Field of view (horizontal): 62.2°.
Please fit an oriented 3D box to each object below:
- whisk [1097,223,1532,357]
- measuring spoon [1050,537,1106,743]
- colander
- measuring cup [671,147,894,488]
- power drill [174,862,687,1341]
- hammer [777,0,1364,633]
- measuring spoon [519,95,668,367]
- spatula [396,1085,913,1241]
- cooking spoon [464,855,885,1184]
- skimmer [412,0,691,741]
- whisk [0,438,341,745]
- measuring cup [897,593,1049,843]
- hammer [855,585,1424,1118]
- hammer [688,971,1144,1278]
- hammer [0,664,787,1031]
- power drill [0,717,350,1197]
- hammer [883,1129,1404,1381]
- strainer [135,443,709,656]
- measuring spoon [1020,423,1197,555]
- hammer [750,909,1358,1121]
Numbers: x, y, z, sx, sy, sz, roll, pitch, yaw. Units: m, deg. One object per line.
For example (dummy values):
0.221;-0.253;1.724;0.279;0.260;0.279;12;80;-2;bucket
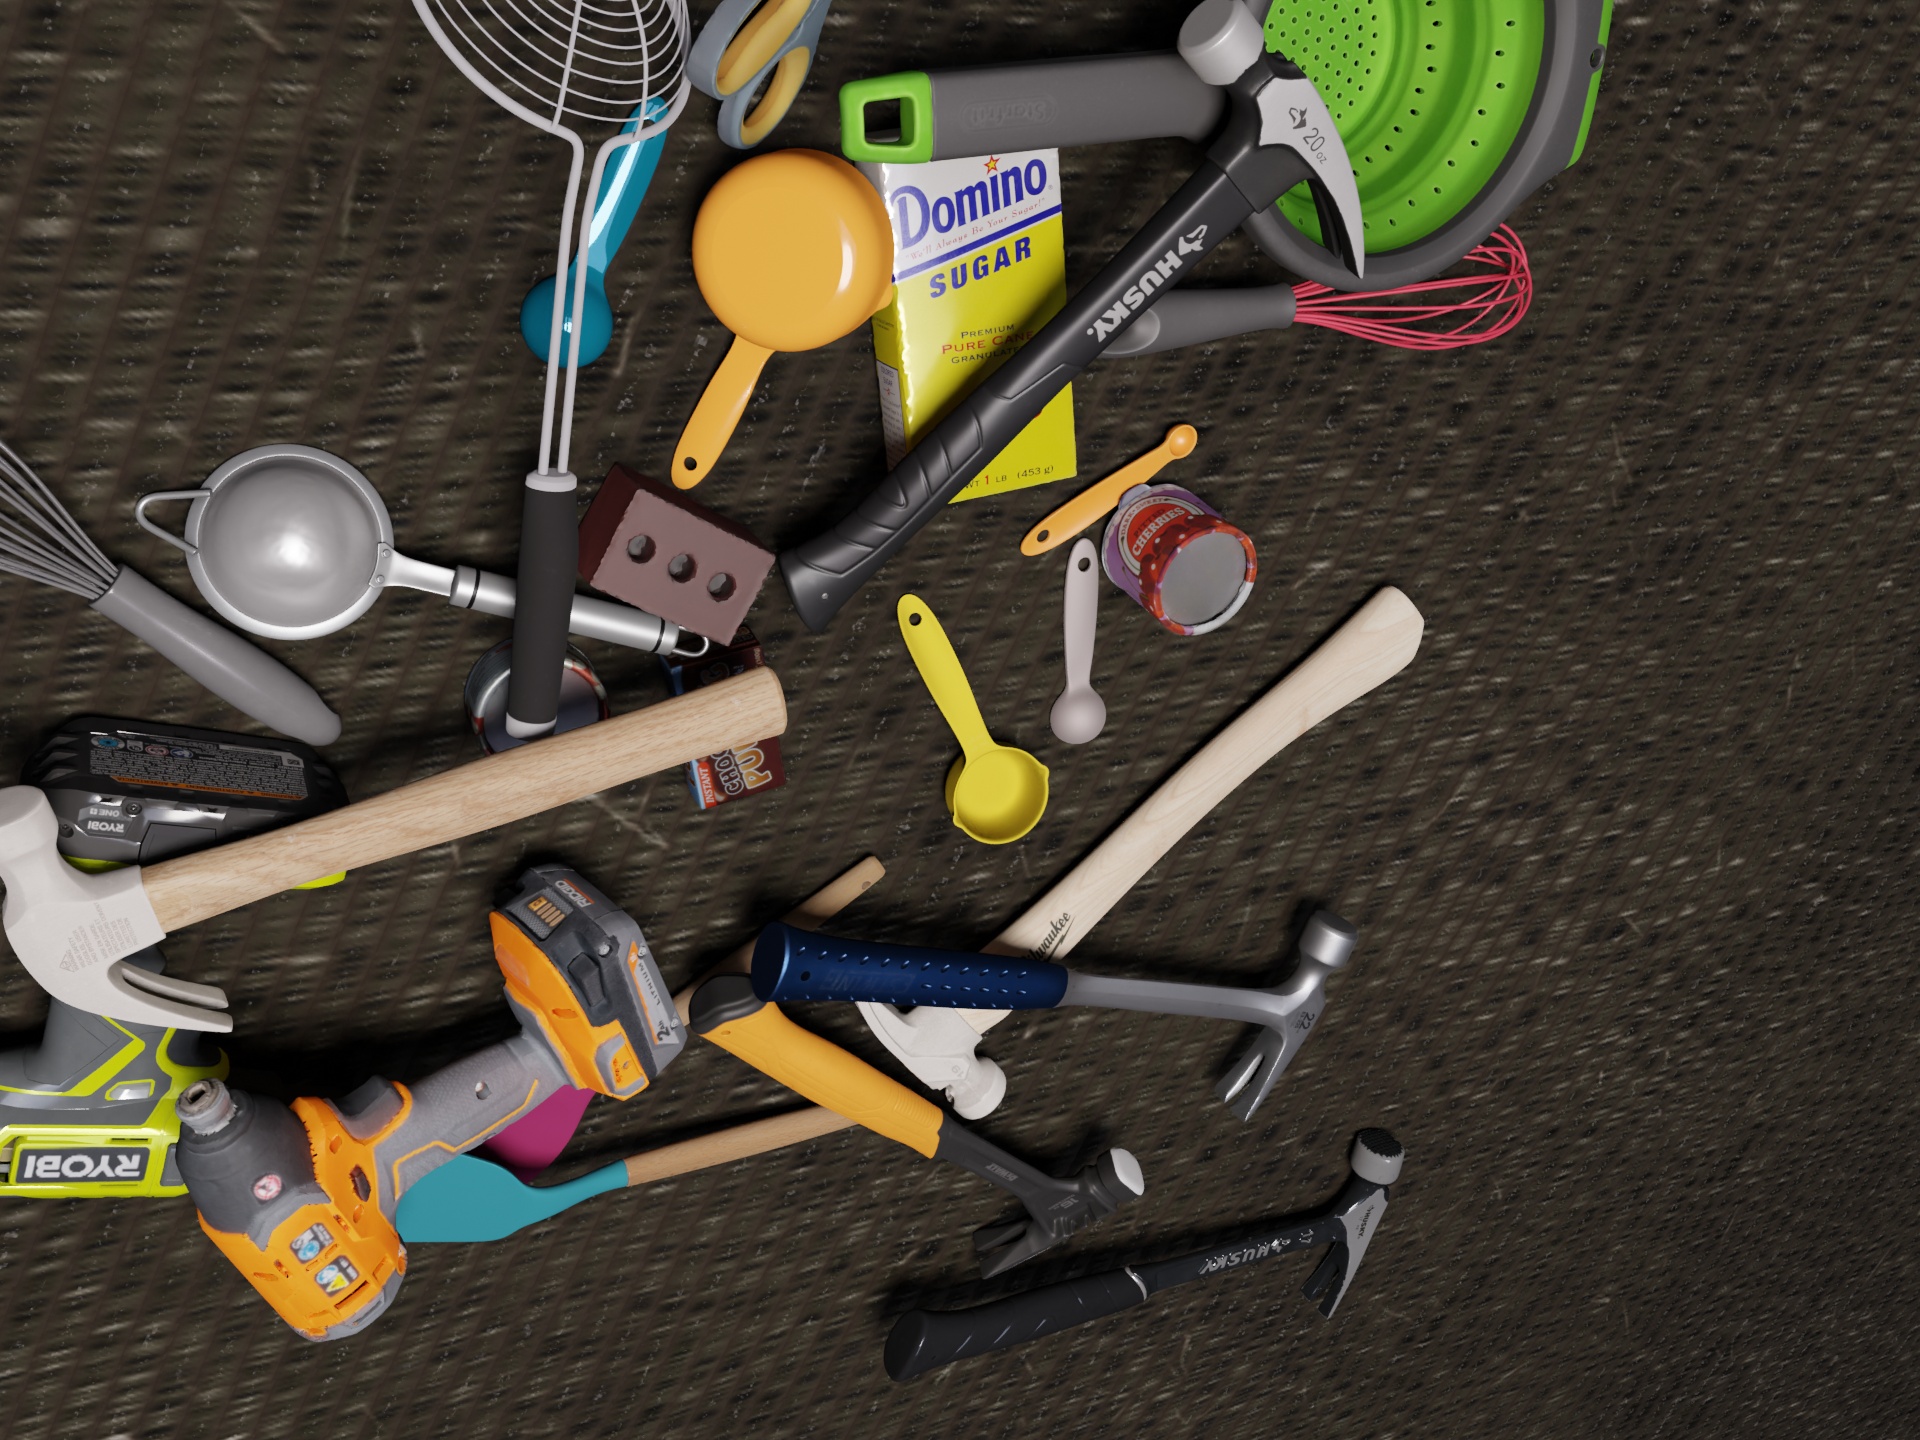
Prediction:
0.184;-0.220;0.831;0.295;0.073;0.073;-13;117;-24;whisk
0.070;-0.042;0.898;0.034;0.018;0.124;-10;115;-20;measuring spoon
0.119;-0.306;0.752;0.397;0.095;0.204;-13;123;-20;colander
-0.097;-0.176;0.727;0.095;0.052;0.173;30;109;-4;measuring cup
-0.253;0.171;0.759;0.226;0.084;0.164;-39;139;-26;power drill
0.040;-0.159;0.739;0.334;0.035;0.146;-42;133;16;hammer
-0.158;-0.217;0.712;0.042;0.021;0.128;19;105;-30;measuring spoon
-0.170;0.241;0.903;0.317;0.044;0.082;-7;125;-31;spatula
-0.173;0.174;0.884;0.319;0.017;0.068;-36;133;-6;cooking spoon
-0.185;-0.171;0.685;0.127;0.090;0.363;-11;121;-44;skimmer
-0.365;-0.057;0.679;0.055;0.055;0.238;-46;127;1;whisk
-0.001;-0.003;0.885;0.062;0.029;0.156;-29;109;-10;measuring cup
0.112;0.059;0.953;0.410;0.038;0.146;-42;121;-3;hammer
-0.035;0.236;0.928;0.127;0.034;0.336;-35;129;19;hammer
-0.233;0.042;0.699;0.331;0.031;0.130;-19;125;-20;hammer
-0.359;0.124;0.743;0.190;0.080;0.228;9;110;-32;power drill
0.132;0.381;1.082;0.408;0.036;0.149;-4;116;-31;hammer
-0.235;-0.065;0.727;0.258;0.050;0.087;13;87;-28;strainer
0.080;-0.127;0.871;0.117;0.011;0.021;-35;134;-3;measuring spoon
0.063;0.161;0.925;0.405;0.035;0.144;11;109;-34;hammer
